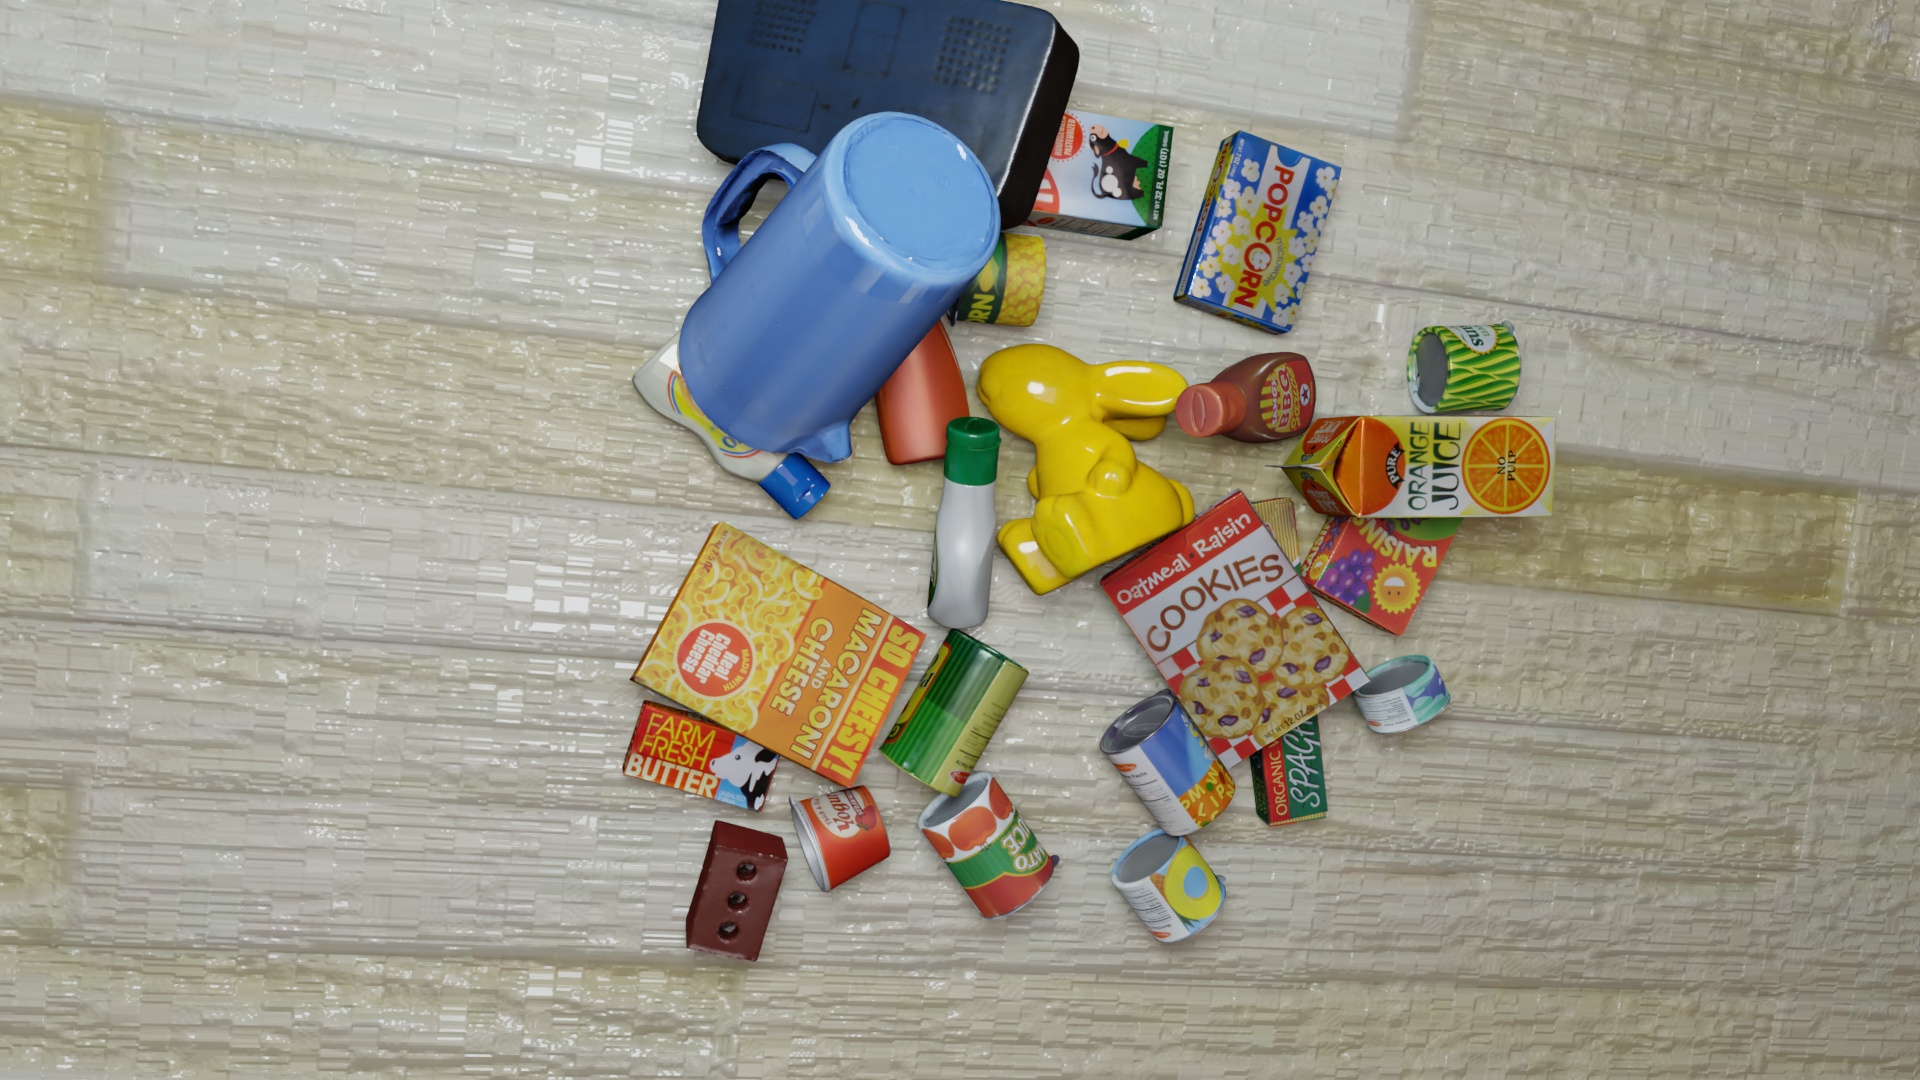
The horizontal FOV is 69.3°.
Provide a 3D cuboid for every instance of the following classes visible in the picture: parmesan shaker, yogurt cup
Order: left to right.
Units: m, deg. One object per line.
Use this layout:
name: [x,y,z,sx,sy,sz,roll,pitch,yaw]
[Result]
yogurt cup: [-0.084,0.209,0.989,0.054,0.072,0.072,-19,99,-17]
parmesan shaker: [-0.003,0.122,0.997,0.071,0.071,0.103,31,88,-13]

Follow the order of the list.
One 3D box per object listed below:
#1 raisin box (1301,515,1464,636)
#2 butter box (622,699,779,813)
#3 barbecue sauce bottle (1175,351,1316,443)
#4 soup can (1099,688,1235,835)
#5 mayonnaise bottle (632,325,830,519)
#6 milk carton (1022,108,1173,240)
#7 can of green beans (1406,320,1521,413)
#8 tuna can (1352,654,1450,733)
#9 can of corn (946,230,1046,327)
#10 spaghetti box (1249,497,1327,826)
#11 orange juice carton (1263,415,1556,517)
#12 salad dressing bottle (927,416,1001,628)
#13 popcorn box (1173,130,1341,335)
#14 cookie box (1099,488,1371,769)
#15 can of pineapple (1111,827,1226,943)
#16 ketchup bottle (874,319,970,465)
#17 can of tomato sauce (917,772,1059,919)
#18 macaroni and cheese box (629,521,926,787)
raisin box: [0.323,-0.001,1.061,0.086,0.040,0.123,28,88,-13]
butter box: [-0.182,0.152,0.982,0.103,0.024,0.053,19,91,-12]
barbecue sauce bottle: [0.202,-0.098,0.982,0.149,0.043,0.064,-15,104,-51]
soup can: [0.156,0.165,1.031,0.071,0.071,0.083,-38,102,-5]
mayonnaise bottle: [-0.153,-0.078,0.957,0.065,0.041,0.148,-46,101,-6]
milk carton: [0.043,-0.260,0.962,0.191,0.073,0.072,5,94,-11]
can of green beans: [0.378,-0.129,1.045,0.058,0.071,0.071,-3,96,-10]
tuna can: [0.338,0.116,1.062,0.071,0.071,0.032,-28,99,-7]
can of corn: [0.024,-0.181,0.969,0.058,0.071,0.071,4,95,-12]
spaghetti box: [0.239,0.093,1.058,0.050,0.029,0.249,-9,97,-10]
orange juice carton: [0.321,-0.054,0.999,0.193,0.072,0.073,-1,94,-11]
salad dressing bottle: [0.003,-0.012,0.968,0.044,0.064,0.147,8,115,6]
popcorn box: [0.217,-0.224,1.019,0.085,0.038,0.126,16,92,-11]
cookie box: [0.199,0.064,1.016,0.123,0.040,0.167,-34,93,9]
can of pineapple: [0.156,0.255,1.040,0.071,0.071,0.058,-37,101,-5]
ketchup bottle: [-0.033,-0.130,0.975,0.065,0.043,0.148,-12,97,-13]
can of tomato sauce: [0.020,0.219,1.007,0.071,0.071,0.083,-36,101,-6]
macaroni and cheese box: [-0.125,0.080,0.968,0.166,0.040,0.124,30,76,-13]
